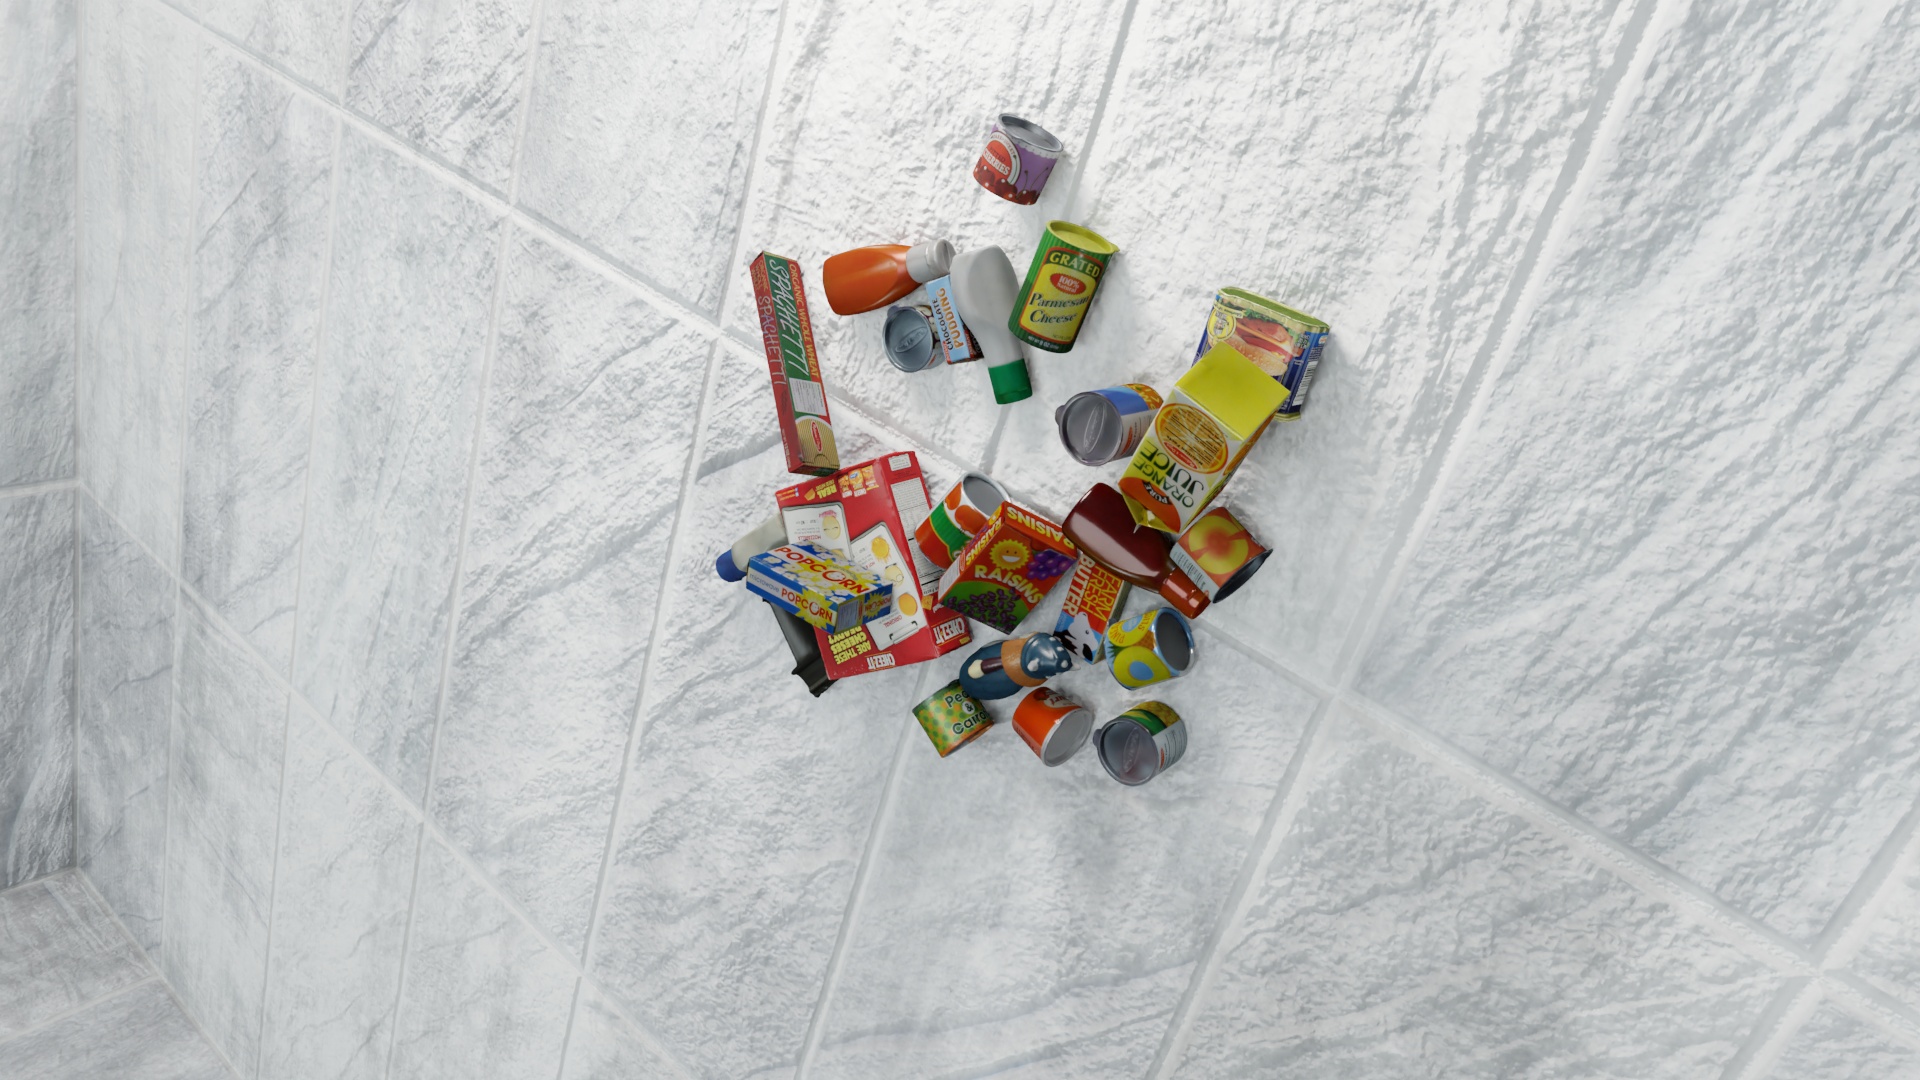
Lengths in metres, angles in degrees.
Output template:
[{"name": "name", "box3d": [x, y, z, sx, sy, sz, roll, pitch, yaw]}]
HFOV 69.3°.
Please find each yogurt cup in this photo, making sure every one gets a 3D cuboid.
[{"name": "yogurt cup", "box3d": [0.088, 0.180, 1.366, 0.054, 0.072, 0.072, 37, 121, 35]}]

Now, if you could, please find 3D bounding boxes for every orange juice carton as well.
[{"name": "orange juice carton", "box3d": [0.195, -0.073, 1.168, 0.073, 0.072, 0.191, 40, 150, 11]}]

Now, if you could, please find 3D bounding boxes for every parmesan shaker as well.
[{"name": "parmesan shaker", "box3d": [0.093, -0.229, 1.263, 0.071, 0.071, 0.102, 37, 121, 25]}]

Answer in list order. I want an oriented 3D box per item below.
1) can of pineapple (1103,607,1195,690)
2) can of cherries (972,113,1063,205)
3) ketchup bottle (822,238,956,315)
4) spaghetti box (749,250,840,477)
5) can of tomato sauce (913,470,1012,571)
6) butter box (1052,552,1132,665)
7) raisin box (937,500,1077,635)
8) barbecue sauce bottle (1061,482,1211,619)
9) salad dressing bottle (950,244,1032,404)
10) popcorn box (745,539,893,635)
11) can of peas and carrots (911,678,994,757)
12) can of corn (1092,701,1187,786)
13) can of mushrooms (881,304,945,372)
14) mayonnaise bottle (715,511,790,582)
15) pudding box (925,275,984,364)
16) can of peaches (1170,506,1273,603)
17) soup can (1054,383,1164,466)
[{"name": "can of pineapple", "box3d": [0.173, 0.098, 1.276, 0.057, 0.071, 0.071, -23, 87, 38]}, {"name": "can of cherries", "box3d": [0.050, -0.346, 1.263, 0.071, 0.072, 0.058, 43, 124, 22]}, {"name": "ketchup bottle", "box3d": [-0.071, -0.269, 1.393, 0.148, 0.044, 0.064, -6, 97, 38]}, {"name": "spaghetti box", "box3d": [-0.173, -0.185, 1.445, 0.028, 0.050, 0.251, -30, 65, 40]}, {"name": "can of tomato sauce", "box3d": [0.005, -0.017, 1.380, 0.071, 0.071, 0.082, 53, 126, 15]}, {"name": "butter box", "box3d": [0.128, 0.062, 1.331, 0.053, 0.024, 0.103, 31, 118, 28]}, {"name": "raisin box", "box3d": [0.045, 0.028, 1.348, 0.086, 0.040, 0.122, 26, 126, -18]}, {"name": "barbecue sauce bottle", "box3d": [0.166, 0.013, 1.272, 0.149, 0.043, 0.065, 40, 92, 22]}, {"name": "salad dressing bottle", "box3d": [0.033, -0.204, 1.320, 0.044, 0.064, 0.147, 4, 112, 61]}, {"name": "popcorn box", "box3d": [-0.143, 0.045, 1.404, 0.127, 0.085, 0.038, 25, 116, 31]}, {"name": "can of peas and carrots", "box3d": [-0.006, 0.182, 1.435, 0.070, 0.071, 0.059, -42, 75, 36]}, {"name": "can of corn", "box3d": [0.169, 0.189, 1.307, 0.071, 0.058, 0.071, 10, 107, 36]}, {"name": "can of mushrooms", "box3d": [-0.045, -0.205, 1.394, 0.071, 0.033, 0.071, 11, 108, 36]}, {"name": "mayonnaise bottle", "box3d": [-0.223, 0.006, 1.567, 0.147, 0.065, 0.041, -29, 80, 42]}, {"name": "pudding box", "box3d": [0.000, -0.215, 1.347, 0.030, 0.050, 0.083, -13, 93, 38]}, {"name": "can of peaches", "box3d": [0.228, 0.011, 1.216, 0.058, 0.071, 0.071, 48, 125, 19]}, {"name": "soup can", "box3d": [0.136, -0.106, 1.246, 0.071, 0.084, 0.071, 10, 106, 36]}]
